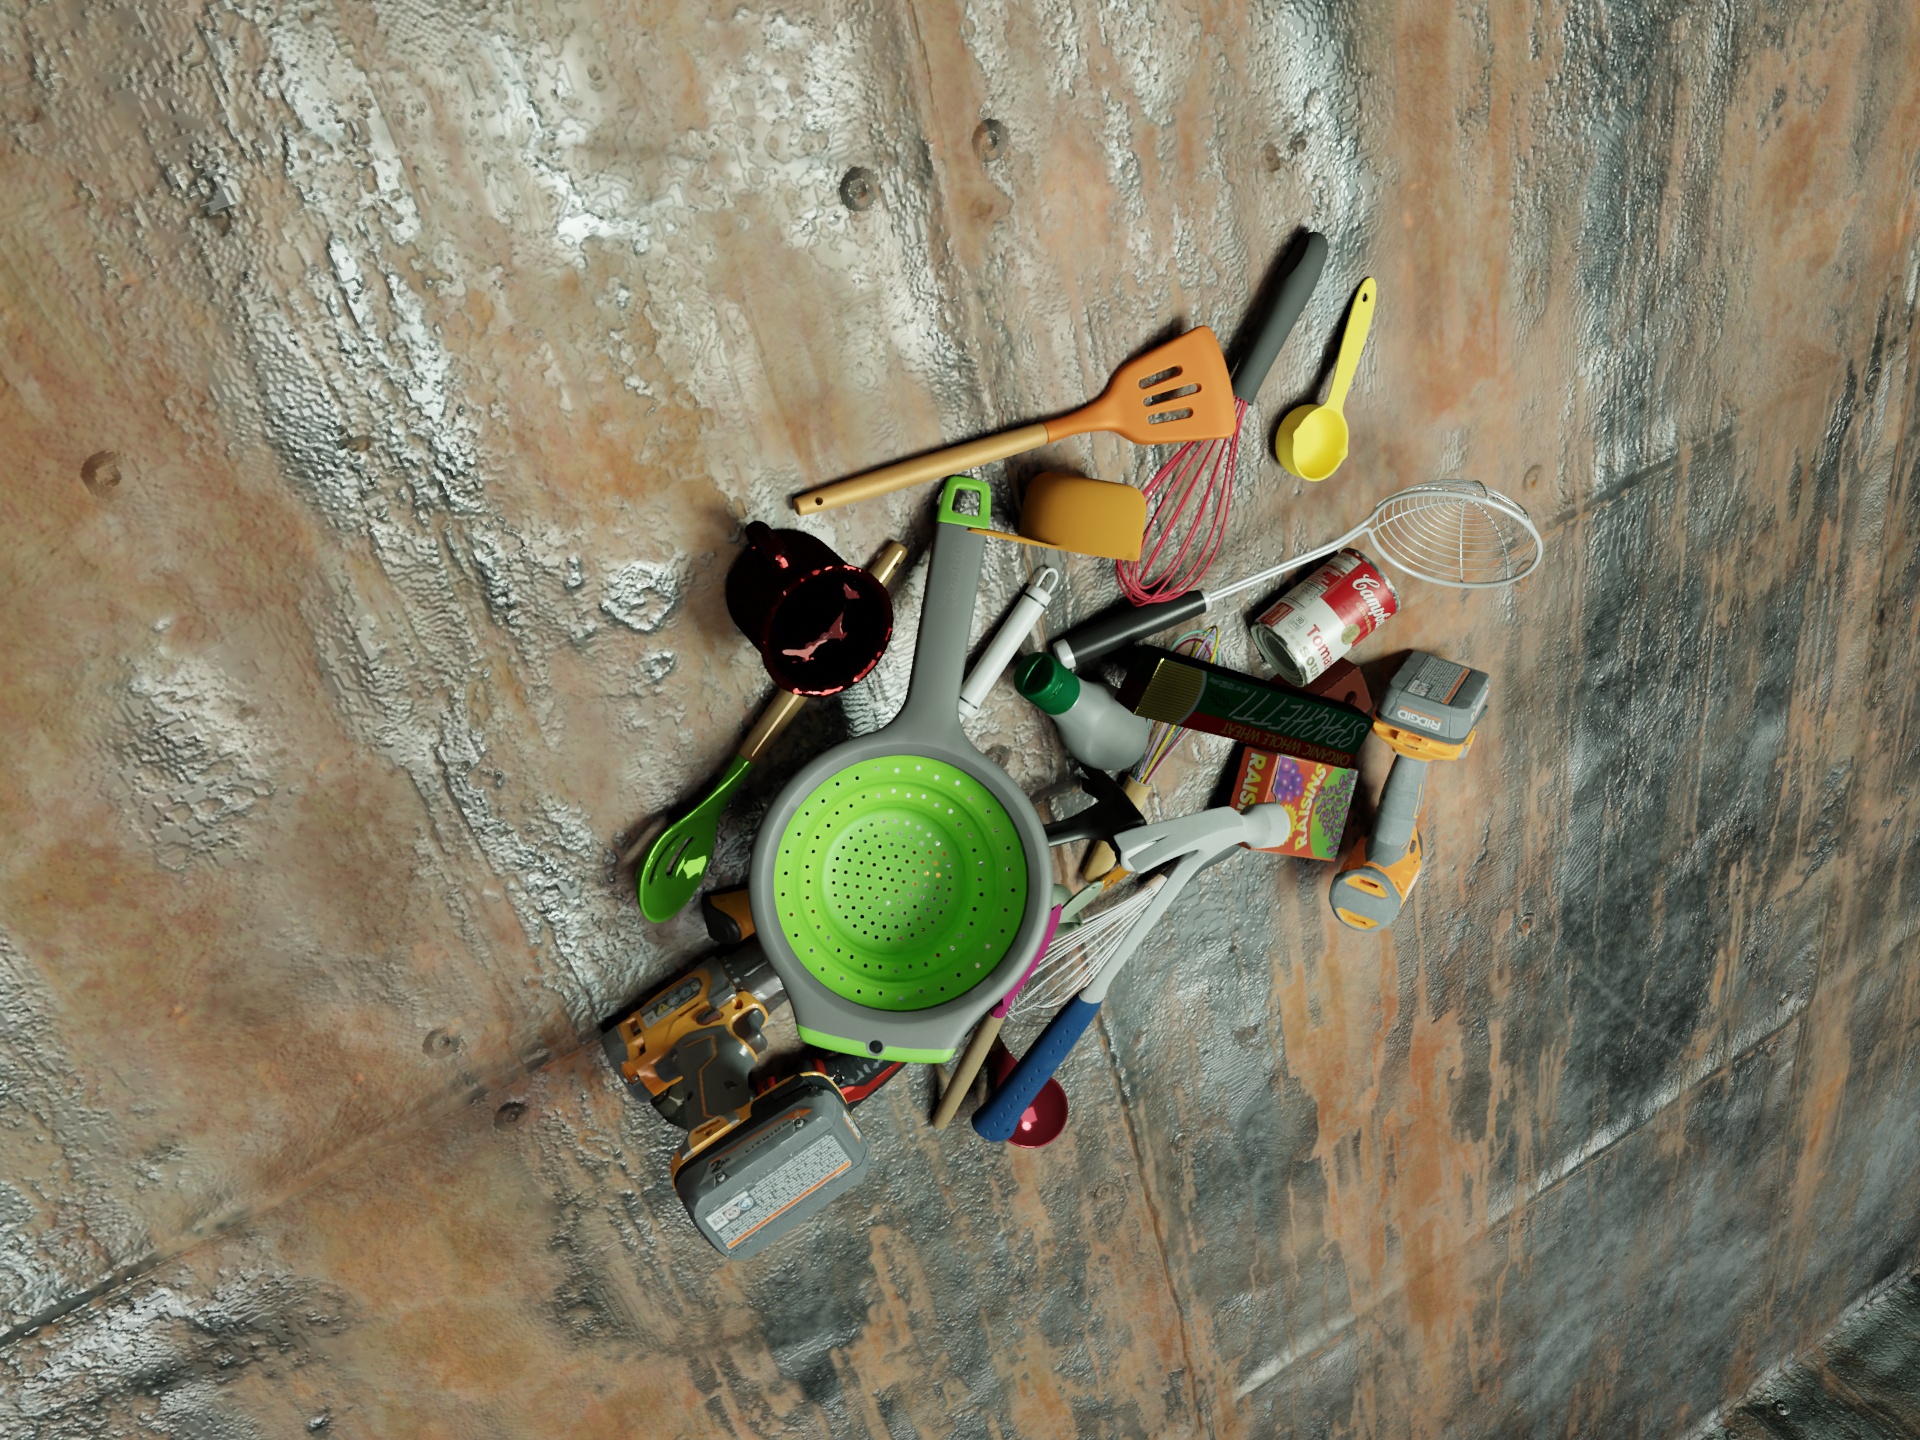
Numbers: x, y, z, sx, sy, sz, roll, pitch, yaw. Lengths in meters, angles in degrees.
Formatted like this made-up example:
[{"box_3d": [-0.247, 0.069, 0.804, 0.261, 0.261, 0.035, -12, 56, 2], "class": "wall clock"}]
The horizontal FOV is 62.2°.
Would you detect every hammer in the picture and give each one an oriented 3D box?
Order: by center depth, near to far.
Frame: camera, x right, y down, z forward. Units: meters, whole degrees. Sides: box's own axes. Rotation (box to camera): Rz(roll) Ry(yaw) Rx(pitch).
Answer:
[{"box_3d": [-0.028, 0.104, 1.196, 0.337, 0.127, 0.034, -13, 122, -14], "class": "hammer"}, {"box_3d": [0.103, 0.210, 1.254, 0.144, 0.035, 0.405, -3, 138, -36], "class": "hammer"}]

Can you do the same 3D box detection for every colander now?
[{"box_3d": [-0.030, 0.031, 1.108, 0.204, 0.094, 0.397, 10, 84, -6], "class": "colander"}]

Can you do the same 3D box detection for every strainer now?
[{"box_3d": [-0.002, -0.004, 1.173, 0.086, 0.050, 0.258, 34, 91, -28], "class": "strainer"}]

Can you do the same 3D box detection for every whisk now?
[{"box_3d": [0.194, -0.216, 1.158, 0.073, 0.073, 0.296, 19, 101, -38], "class": "whisk"}, {"box_3d": [0.154, 0.031, 1.290, 0.051, 0.047, 0.245, 7, 116, -36], "class": "whisk"}, {"box_3d": [0.147, 0.164, 1.356, 0.284, 0.070, 0.070, -36, 130, -15], "class": "whisk"}]

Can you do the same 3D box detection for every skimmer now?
[{"box_3d": [0.252, -0.091, 1.200, 0.363, 0.090, 0.127, -22, 154, -3], "class": "skimmer"}]

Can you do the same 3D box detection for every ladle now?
[{"box_3d": [0.019, 0.262, 1.352, 0.069, 0.031, 0.315, -30, 127, -4], "class": "ladle"}]

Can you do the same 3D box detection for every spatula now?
[{"box_3d": [0.039, -0.191, 1.086, 0.322, 0.041, 0.081, -20, 102, -19], "class": "spatula"}]

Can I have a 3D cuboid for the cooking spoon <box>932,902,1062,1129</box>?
[{"box_3d": [0.022, 0.247, 1.280, 0.069, 0.017, 0.318, -40, 160, -42], "class": "cooking spoon"}]

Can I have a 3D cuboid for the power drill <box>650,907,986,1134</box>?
[{"box_3d": [-0.111, 0.257, 1.232, 0.187, 0.080, 0.226, 32, 104, -32], "class": "power drill"}]

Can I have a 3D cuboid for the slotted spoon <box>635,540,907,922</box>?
[{"box_3d": [-0.132, 0.006, 1.104, 0.314, 0.031, 0.070, -54, 153, 3], "class": "slotted spoon"}]

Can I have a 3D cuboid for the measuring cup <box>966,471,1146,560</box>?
[{"box_3d": [0.061, -0.143, 1.077, 0.173, 0.095, 0.052, -1, 104, -54], "class": "measuring cup"}]

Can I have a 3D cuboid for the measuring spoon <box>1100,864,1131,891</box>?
[{"box_3d": [0.158, 0.118, 1.346, 0.117, 0.011, 0.021, -29, 146, -31], "class": "measuring spoon"}]

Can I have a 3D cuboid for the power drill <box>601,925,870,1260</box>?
[{"box_3d": [-0.140, 0.239, 1.106, 0.185, 0.226, 0.084, -33, 125, -9], "class": "power drill"}]

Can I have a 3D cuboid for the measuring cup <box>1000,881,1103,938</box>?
[{"box_3d": [0.072, 0.140, 1.249, 0.083, 0.038, 0.167, -8, 159, -23], "class": "measuring cup"}]

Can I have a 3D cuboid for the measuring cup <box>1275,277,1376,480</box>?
[{"box_3d": [0.281, -0.261, 1.213, 0.062, 0.029, 0.156, 12, 98, -36], "class": "measuring cup"}]

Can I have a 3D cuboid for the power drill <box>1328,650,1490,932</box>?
[{"box_3d": [0.399, 0.059, 1.417, 0.164, 0.084, 0.226, -35, 140, -55], "class": "power drill"}]
